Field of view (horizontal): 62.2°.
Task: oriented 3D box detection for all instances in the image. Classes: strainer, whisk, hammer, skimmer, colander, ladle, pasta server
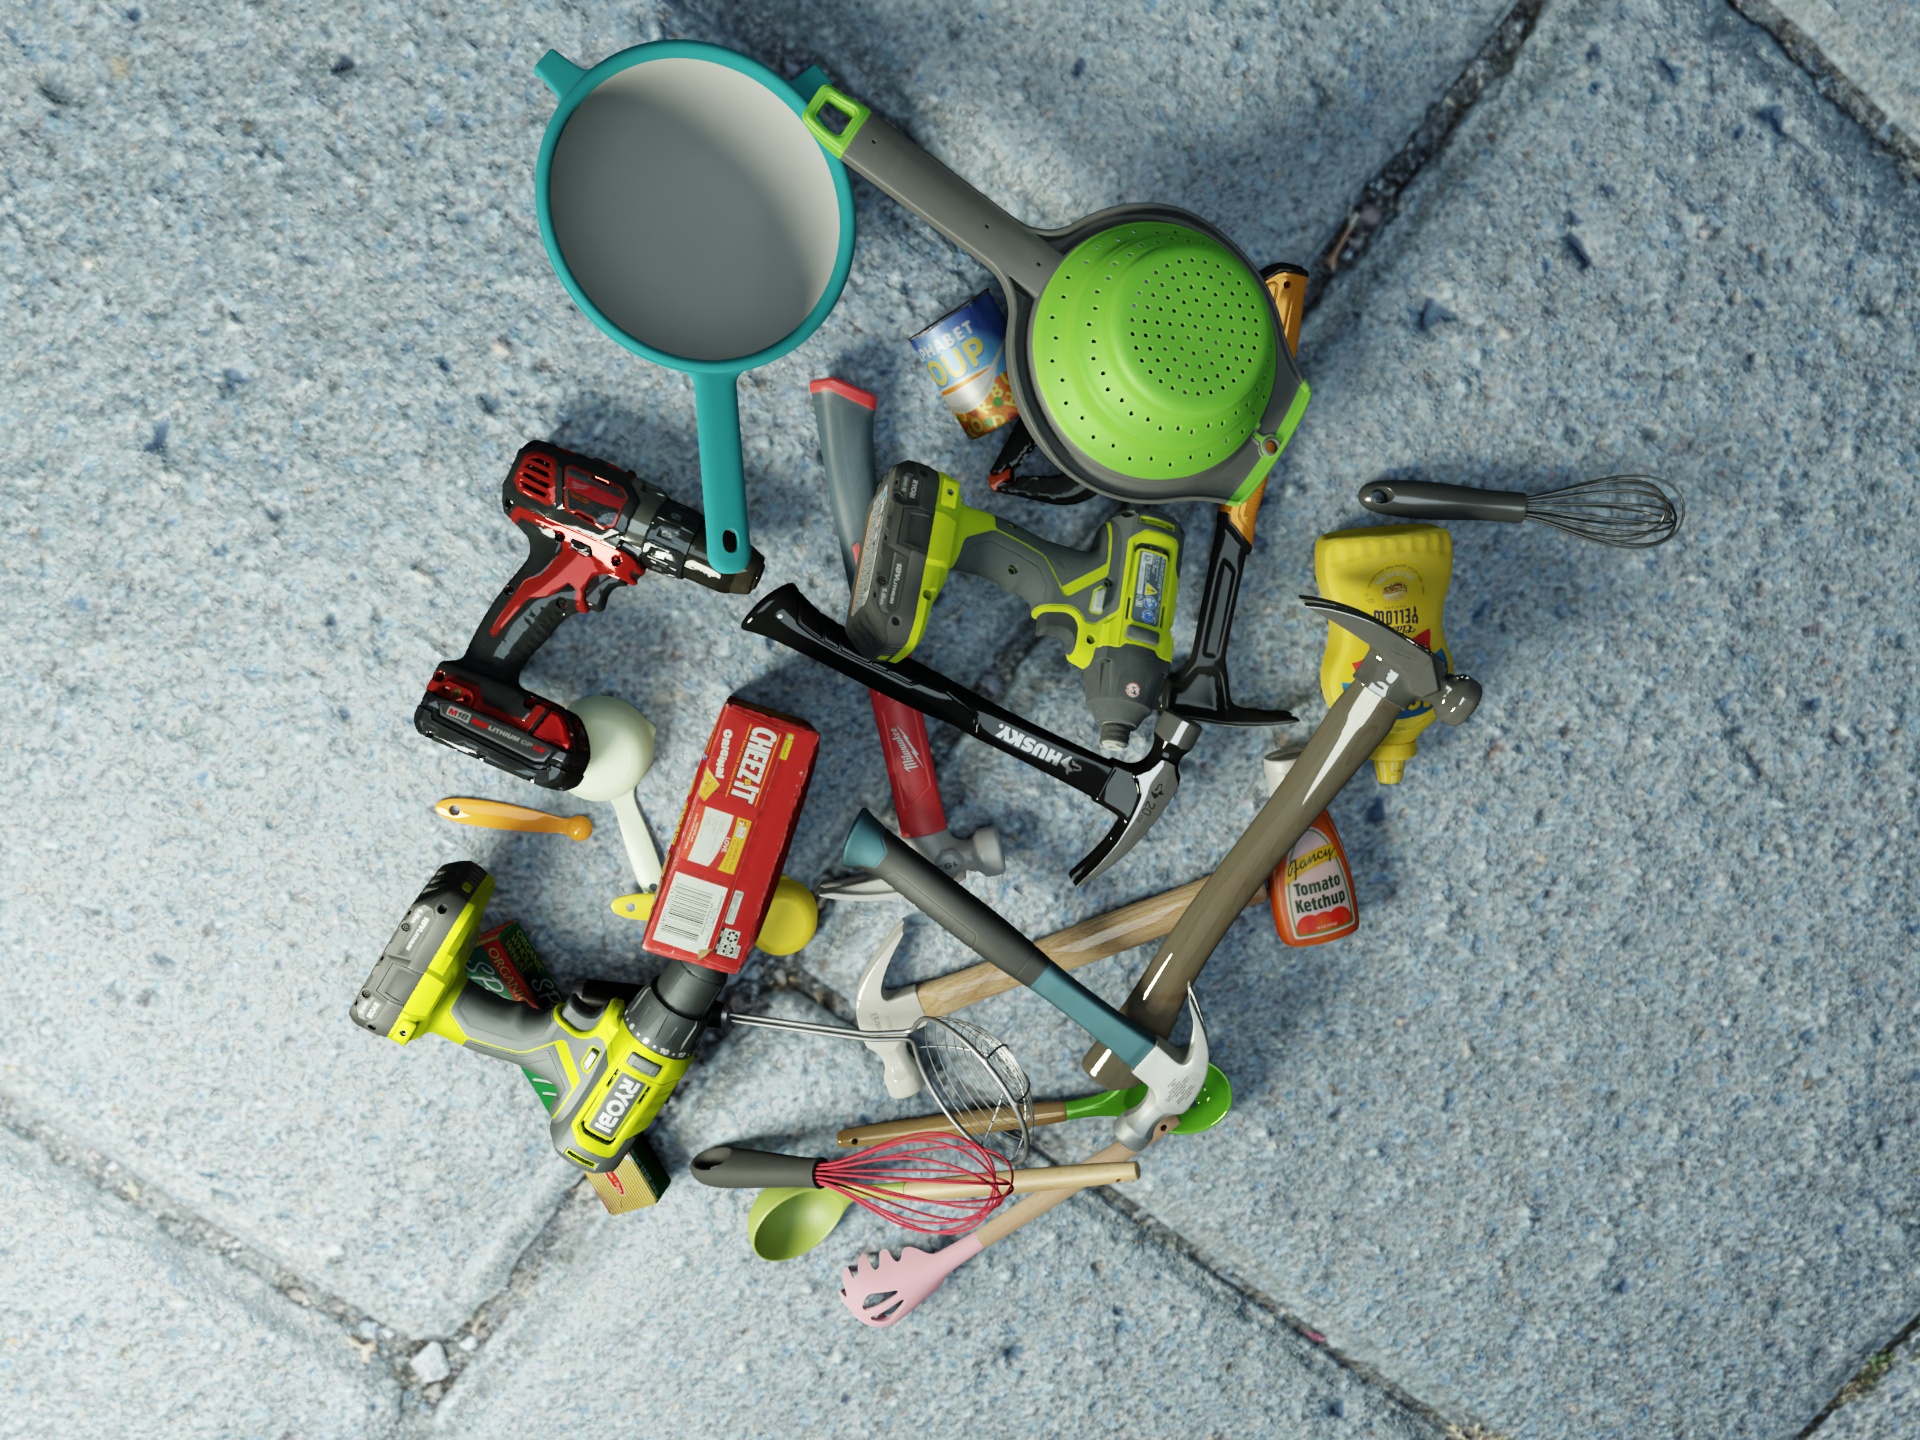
[{"bbox_3d":[-0.178,-0.269,1.068,0.211,0.095,0.340,-7,97,-23],"label":"strainer"},{"bbox_3d":[0.413,-0.160,1.173,0.239,0.055,0.055,4,102,0],"label":"whisk"},{"bbox_3d":[0.076,0.177,1.232,0.331,0.031,0.130,-21,103,1],"label":"hammer"},{"bbox_3d":[-0.089,0.337,1.179,0.296,0.073,0.073,-7,106,33],"label":"whisk"},{"bbox_3d":[-0.122,0.253,1.182,0.363,0.090,0.127,8,137,5],"label":"skimmer"},{"bbox_3d":[0.072,-0.295,1.040,0.397,0.094,0.204,34,83,-11],"label":"colander"},{"bbox_3d":[-0.017,0.365,1.199,0.320,0.062,0.078,-12,140,22],"label":"ladle"},{"bbox_3d":[-0.071,-0.056,1.168,0.143,0.038,0.386,-11,103,0],"label":"hammer"},{"bbox_3d":[0.038,0.394,1.266,0.316,0.040,0.060,-34,102,6],"label":"pasta server"},{"bbox_3d":[0.205,0.104,1.178,0.146,0.038,0.410,30,106,-8],"label":"hammer"},{"bbox_3d":[0.046,0.180,1.178,0.331,0.033,0.128,38,107,-6],"label":"hammer"},{"bbox_3d":[0.214,-0.161,1.165,0.127,0.034,0.337,8,102,-5],"label":"hammer"},{"bbox_3d":[-0.002,-0.004,1.144,0.334,0.035,0.146,26,97,-10],"label":"hammer"}]

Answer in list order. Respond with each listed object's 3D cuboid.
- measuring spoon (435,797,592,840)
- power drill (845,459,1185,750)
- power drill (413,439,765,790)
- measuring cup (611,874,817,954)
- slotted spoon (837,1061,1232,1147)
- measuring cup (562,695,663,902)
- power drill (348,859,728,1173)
[{"bbox_3d":[-0.335,0.074,1.191,0.117,0.011,0.021,9,102,-6],"label":"measuring spoon"},{"bbox_3d":[0.042,-0.081,1.102,0.223,0.080,0.171,14,73,-14],"label":"power drill"},{"bbox_3d":[-0.259,-0.065,1.113,0.188,0.080,0.227,23,85,-2],"label":"power drill"},{"bbox_3d":[-0.185,0.148,1.202,0.156,0.029,0.062,4,102,-11],"label":"measuring cup"},{"bbox_3d":[0.058,0.311,1.262,0.313,0.031,0.070,-8,103,0],"label":"slotted spoon"},{"bbox_3d":[-0.253,0.064,1.181,0.083,0.038,0.167,-18,102,0],"label":"measuring cup"},{"bbox_3d":[-0.295,0.199,1.141,0.228,0.080,0.190,31,104,-10],"label":"power drill"}]
